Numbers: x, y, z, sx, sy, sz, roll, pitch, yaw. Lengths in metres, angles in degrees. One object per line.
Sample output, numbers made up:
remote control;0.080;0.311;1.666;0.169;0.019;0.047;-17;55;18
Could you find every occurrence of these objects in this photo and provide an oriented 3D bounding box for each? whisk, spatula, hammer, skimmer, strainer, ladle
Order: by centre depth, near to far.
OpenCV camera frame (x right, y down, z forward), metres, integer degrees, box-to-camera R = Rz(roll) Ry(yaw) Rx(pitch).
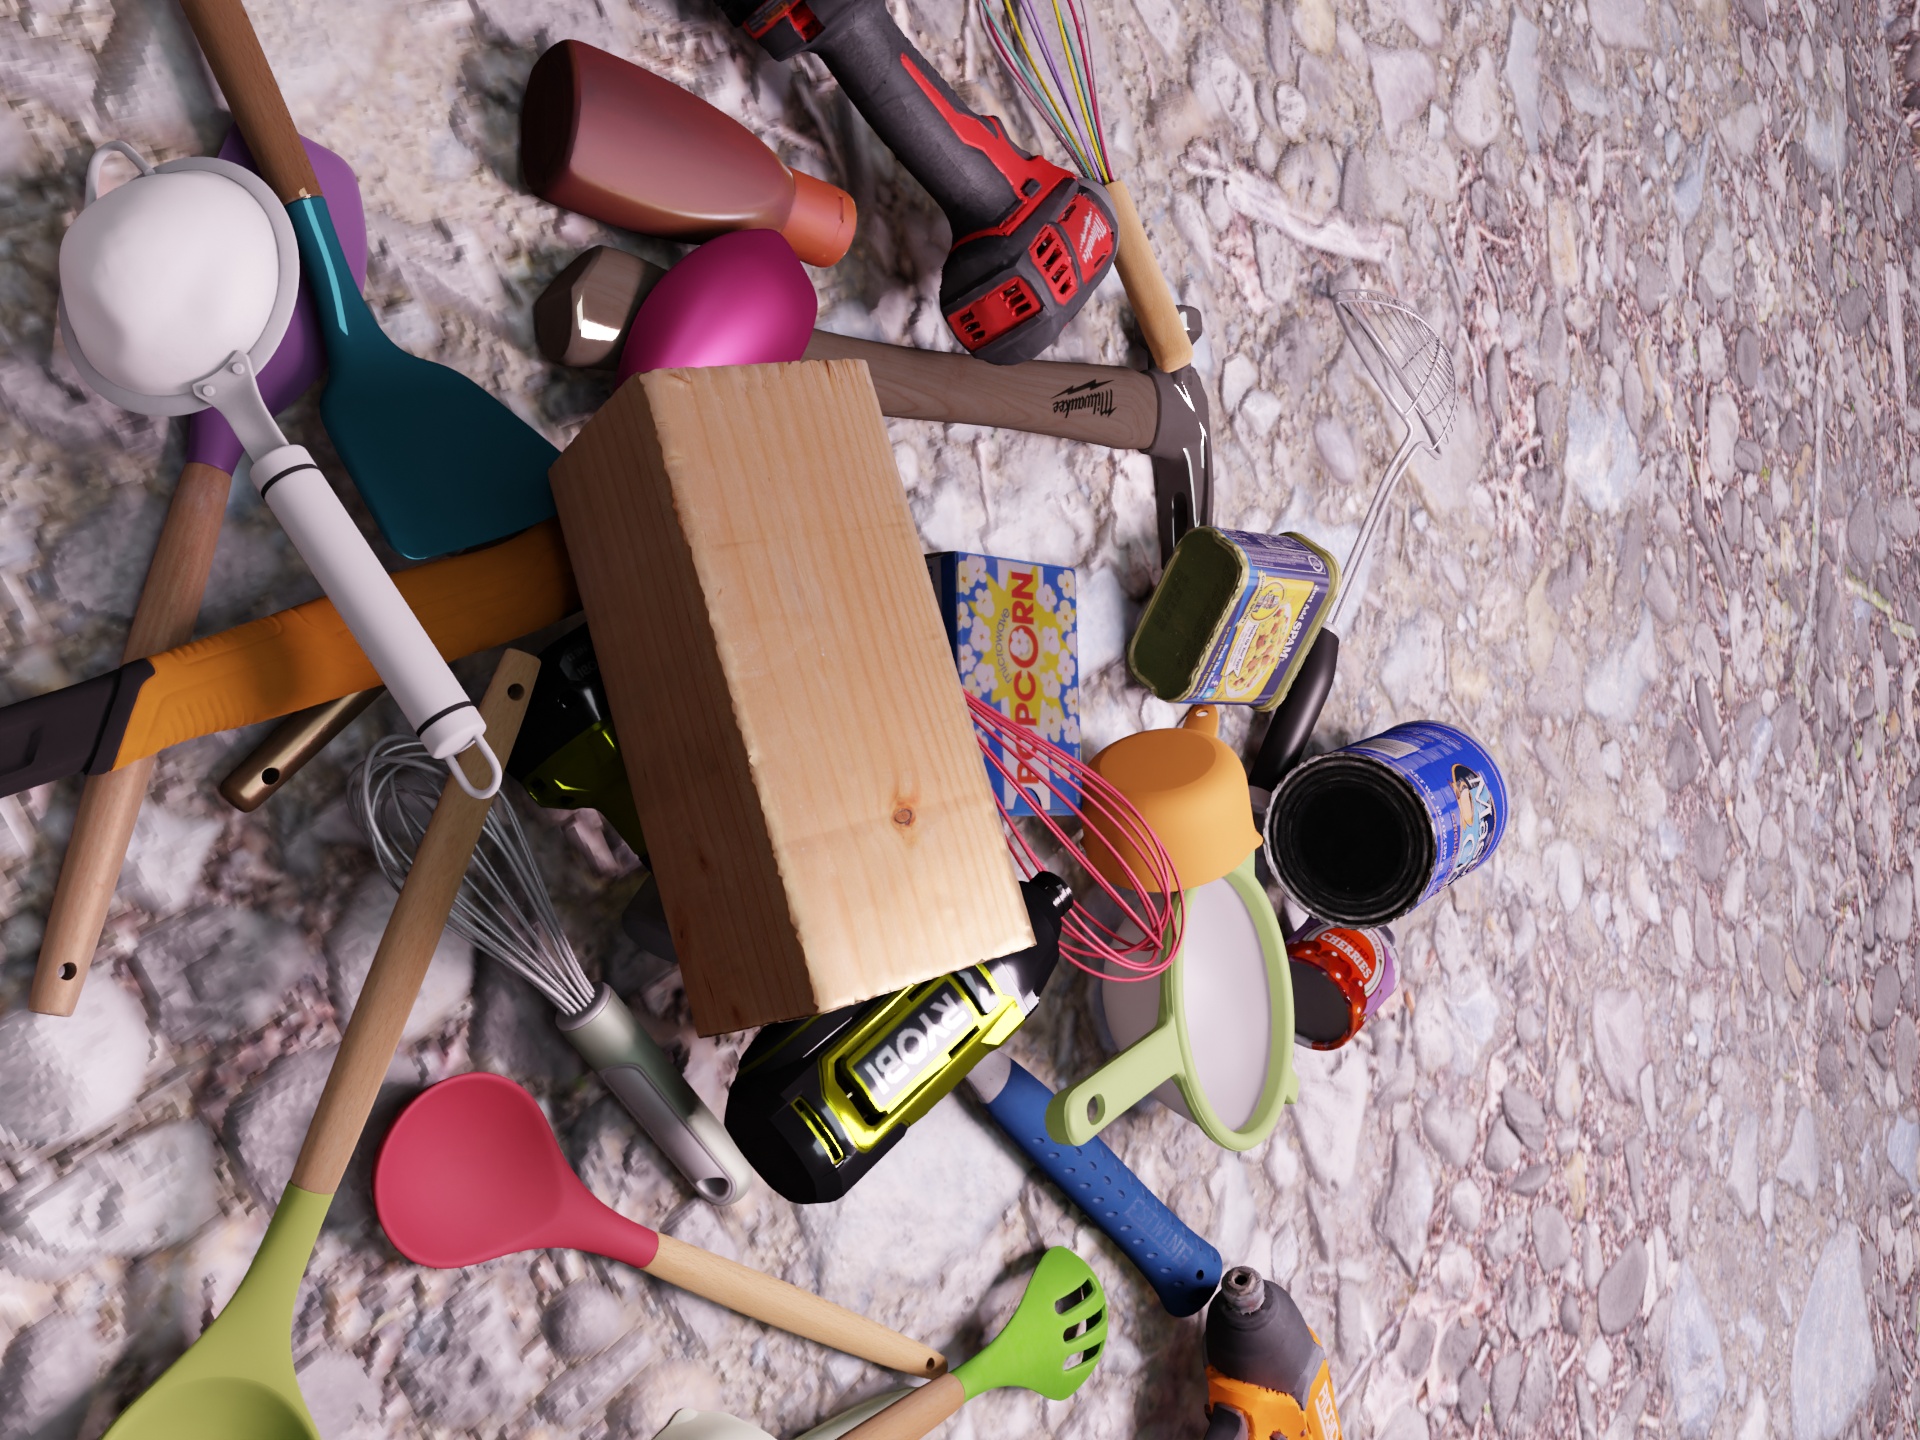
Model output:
strainer;-0.215;-0.085;0.495;0.258;0.087;0.050;56;6;4
hammer;-0.238;-0.002;0.504;0.337;0.034;0.127;-27;98;-36
ladle;-0.194;0.127;0.510;0.078;0.062;0.320;26;79;-35
spatula;-0.257;-0.059;0.533;0.059;0.018;0.316;23;69;-40
spatula;-0.230;-0.206;0.543;0.082;0.044;0.317;-30;101;-41
whisk;-0.148;0.103;0.604;0.246;0.058;0.059;59;20;-27
ladle;-0.107;0.221;0.644;0.315;0.031;0.069;39;64;-37
whisk;-0.001;-0.002;0.709;0.296;0.073;0.073;50;52;-4
hammer;0.014;0.161;0.761;0.405;0.035;0.144;50;55;-29
hammer;-0.013;-0.153;0.770;0.410;0.038;0.146;-2;89;-44
strainer;0.089;0.156;0.791;0.256;0.069;0.151;-16;95;-57
whisk;0.067;-0.298;0.830;0.051;0.047;0.245;-25;93;-45
skimmer;0.229;-0.110;1.005;0.127;0.090;0.363;36;72;-39

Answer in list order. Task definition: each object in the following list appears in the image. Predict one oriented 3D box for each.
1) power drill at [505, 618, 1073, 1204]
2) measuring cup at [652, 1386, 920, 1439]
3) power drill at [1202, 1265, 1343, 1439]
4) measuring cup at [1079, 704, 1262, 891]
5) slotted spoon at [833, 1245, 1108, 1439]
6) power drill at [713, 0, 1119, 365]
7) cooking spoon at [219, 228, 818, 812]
power drill;-0.062;0.047;0.621;0.171;0.080;0.223;-38;95;-34
measuring cup;-0.064;0.317;0.665;0.167;0.038;0.083;-6;90;-42
power drill;0.120;0.394;0.793;0.226;0.084;0.164;-47;131;-39
measuring cup;0.115;0.019;0.843;0.174;0.095;0.052;-64;147;-53
slotted spoon;-0.019;0.301;0.685;0.313;0.031;0.070;-6;85;-53
power drill;-0.005;-0.284;0.735;0.219;0.078;0.143;53;42;-19
cooking spoon;-0.156;-0.083;0.607;0.319;0.017;0.068;-51;128;-26
